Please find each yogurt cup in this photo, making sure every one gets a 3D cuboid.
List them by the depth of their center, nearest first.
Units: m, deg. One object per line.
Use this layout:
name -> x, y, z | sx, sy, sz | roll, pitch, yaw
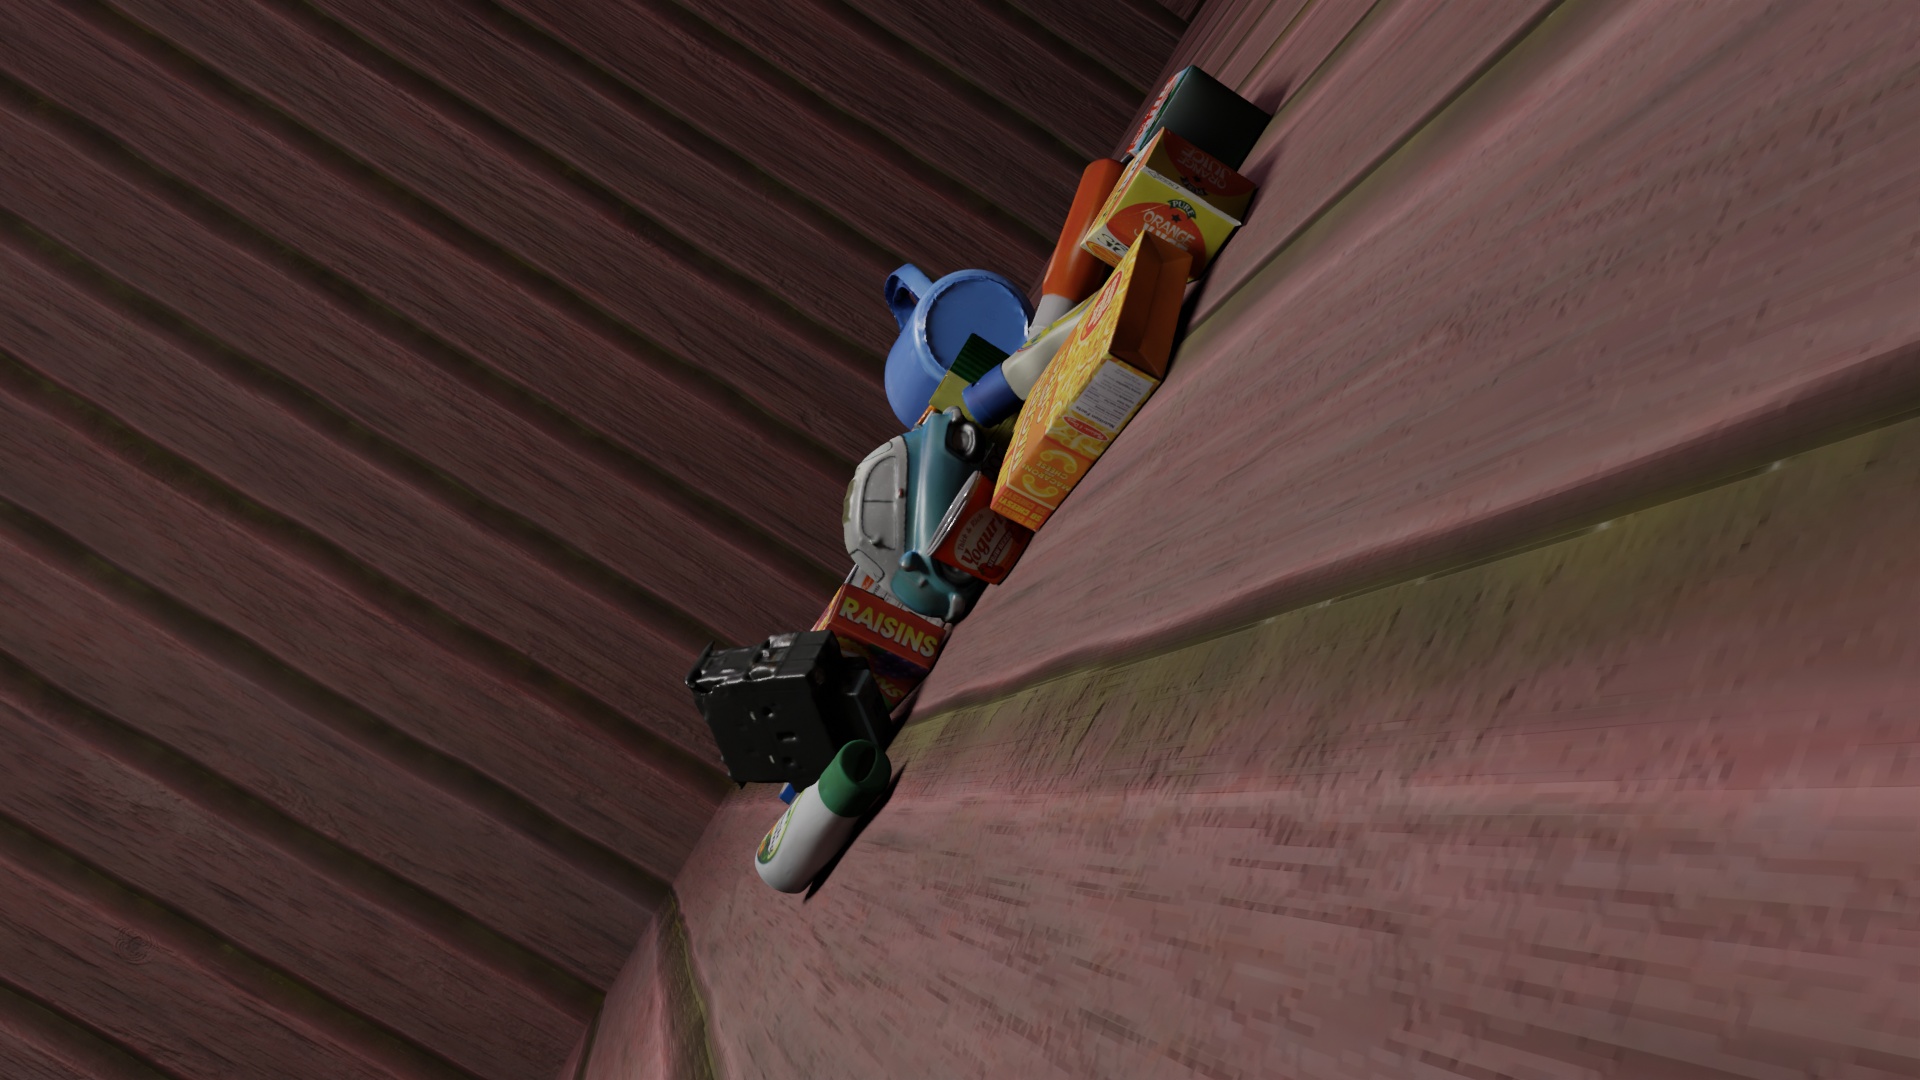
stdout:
yogurt cup -> 0.016, -0.006, 0.947 | 0.072, 0.054, 0.072 | -58, 5, 8

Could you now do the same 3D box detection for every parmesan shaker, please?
parmesan shaker -> 0.037, -0.110, 1.081 | 0.071, 0.103, 0.071 | -57, 5, 8

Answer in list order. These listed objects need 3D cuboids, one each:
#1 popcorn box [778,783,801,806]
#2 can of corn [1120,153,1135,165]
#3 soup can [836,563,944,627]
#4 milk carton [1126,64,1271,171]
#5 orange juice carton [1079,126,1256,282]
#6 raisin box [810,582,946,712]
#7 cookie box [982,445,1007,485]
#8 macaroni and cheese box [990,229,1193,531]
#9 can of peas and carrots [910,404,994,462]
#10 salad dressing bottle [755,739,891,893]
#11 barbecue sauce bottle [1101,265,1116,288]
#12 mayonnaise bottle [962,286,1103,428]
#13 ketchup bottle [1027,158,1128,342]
popcorn box -> -0.104, 0.165, 1.172 | 0.085, 0.038, 0.127 | -57, 5, 21
can of corn -> 0.171, -0.323, 1.290 | 0.071, 0.071, 0.058 | -59, 4, -6
soup can -> -0.057, 0.053, 1.125 | 0.071, 0.084, 0.071 | -58, 5, 8
milk carton -> 0.184, -0.325, 1.113 | 0.073, 0.072, 0.191 | -58, 5, 14
orange juice carton -> 0.139, -0.220, 0.935 | 0.073, 0.072, 0.193 | -59, 5, 4
raisin box -> -0.073, 0.087, 1.064 | 0.123, 0.086, 0.040 | -51, 15, 58
cookie box -> 0.004, -0.015, 1.198 | 0.123, 0.040, 0.166 | -61, 5, -27
macaroni and cheese box -> 0.082, -0.100, 0.892 | 0.165, 0.040, 0.124 | -53, 13, 48
can of peas and carrots -> -0.010, -0.078, 1.131 | 0.071, 0.059, 0.071 | -54, 9, 12
salad dressing bottle -> -0.089, 0.180, 0.908 | 0.147, 0.044, 0.064 | -53, 6, 43
barbecue sauce bottle -> 0.123, -0.195, 1.096 | 0.148, 0.043, 0.065 | -56, 8, 25
mayonnaise bottle -> 0.069, -0.135, 1.006 | 0.147, 0.041, 0.065 | -33, 10, 22
ketchup bottle -> 0.092, -0.214, 1.061 | 0.064, 0.043, 0.149 | 163, 128, -79
